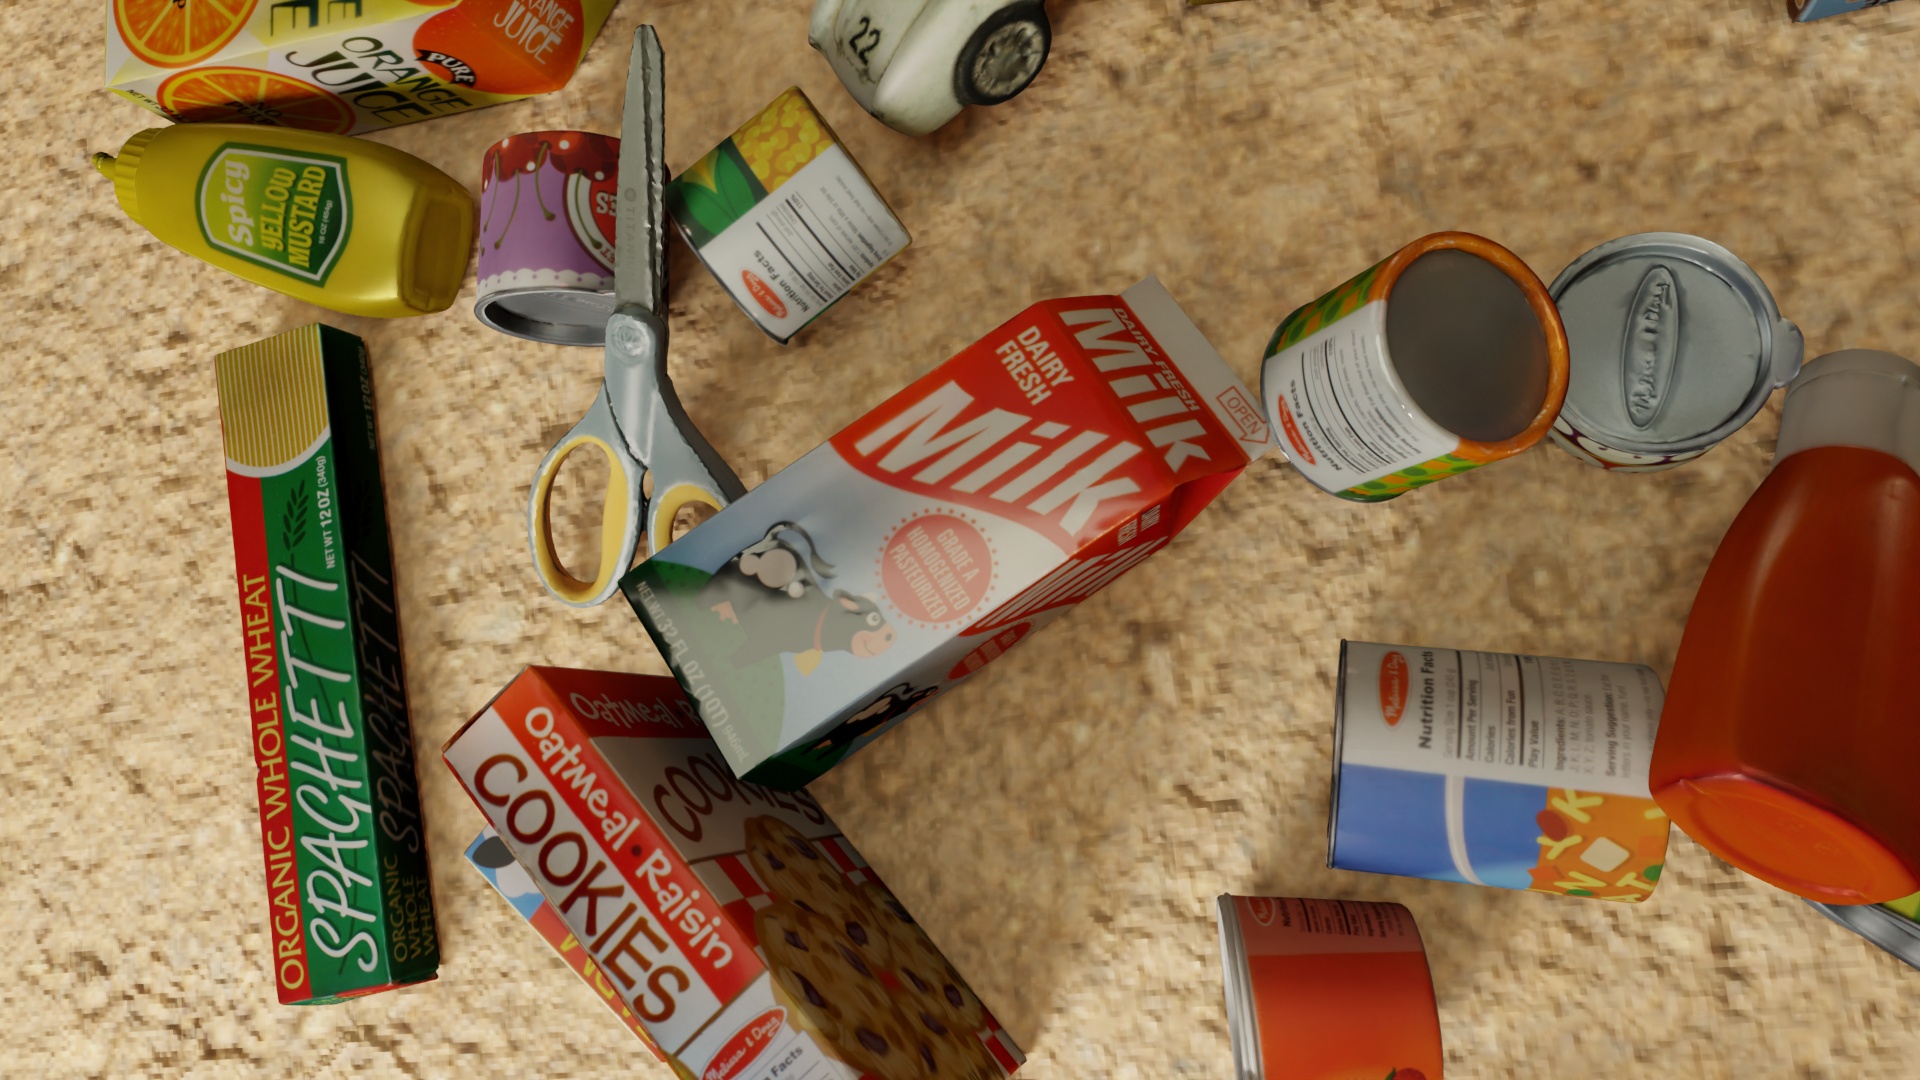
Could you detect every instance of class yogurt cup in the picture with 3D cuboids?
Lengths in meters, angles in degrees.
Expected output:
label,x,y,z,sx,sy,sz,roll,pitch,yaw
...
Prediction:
label,x,y,z,sx,sy,sz,roll,pitch,yaw
yogurt cup,0.104,0.133,0.395,0.054,0.072,0.072,-6,81,6

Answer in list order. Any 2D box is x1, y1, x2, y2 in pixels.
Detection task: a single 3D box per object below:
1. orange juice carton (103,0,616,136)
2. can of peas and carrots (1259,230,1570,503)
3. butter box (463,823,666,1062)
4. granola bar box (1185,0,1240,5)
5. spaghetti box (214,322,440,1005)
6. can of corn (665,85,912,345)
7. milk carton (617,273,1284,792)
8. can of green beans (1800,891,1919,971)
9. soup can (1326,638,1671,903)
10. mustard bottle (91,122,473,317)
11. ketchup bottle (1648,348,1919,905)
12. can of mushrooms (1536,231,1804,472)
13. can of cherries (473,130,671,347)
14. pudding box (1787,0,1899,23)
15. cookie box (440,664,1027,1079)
label,x,y,z,sx,sy,sz,roll,pitch,yaw
orange juice carton,-0.218,-0.207,0.526,0.192,0.072,0.073,-6,81,14
can of peas and carrots,0.133,-0.050,0.404,0.071,0.058,0.071,4,78,-19
butter box,-0.116,0.122,0.475,0.103,0.024,0.053,39,94,17
granola bar box,0.155,-0.246,0.450,0.165,0.039,0.124,0,82,15
spaghetti box,-0.236,0.043,0.516,0.050,0.028,0.250,-14,78,13
can of corn,-0.059,-0.112,0.474,0.058,0.071,0.071,-37,75,7
milk carton,0.002,-0.005,0.429,0.191,0.073,0.072,-34,75,-3
can of green beans,0.262,0.082,0.357,0.071,0.071,0.058,33,87,17
soup can,0.148,0.066,0.393,0.084,0.071,0.071,4,83,15
mustard bottle,-0.269,-0.128,0.533,0.160,0.049,0.065,14,96,11
ketchup bottle,0.225,0.015,0.361,0.065,0.043,0.149,32,62,-6
can of mushrooms,0.205,-0.054,0.411,0.071,0.033,0.071,-2,81,15
can of cherries,-0.134,-0.105,0.491,0.071,0.071,0.058,-2,81,15
pudding box,0.290,-0.189,0.410,0.083,0.030,0.050,-8,81,14
cookie box,-0.061,0.111,0.410,0.040,0.123,0.168,-44,74,5
